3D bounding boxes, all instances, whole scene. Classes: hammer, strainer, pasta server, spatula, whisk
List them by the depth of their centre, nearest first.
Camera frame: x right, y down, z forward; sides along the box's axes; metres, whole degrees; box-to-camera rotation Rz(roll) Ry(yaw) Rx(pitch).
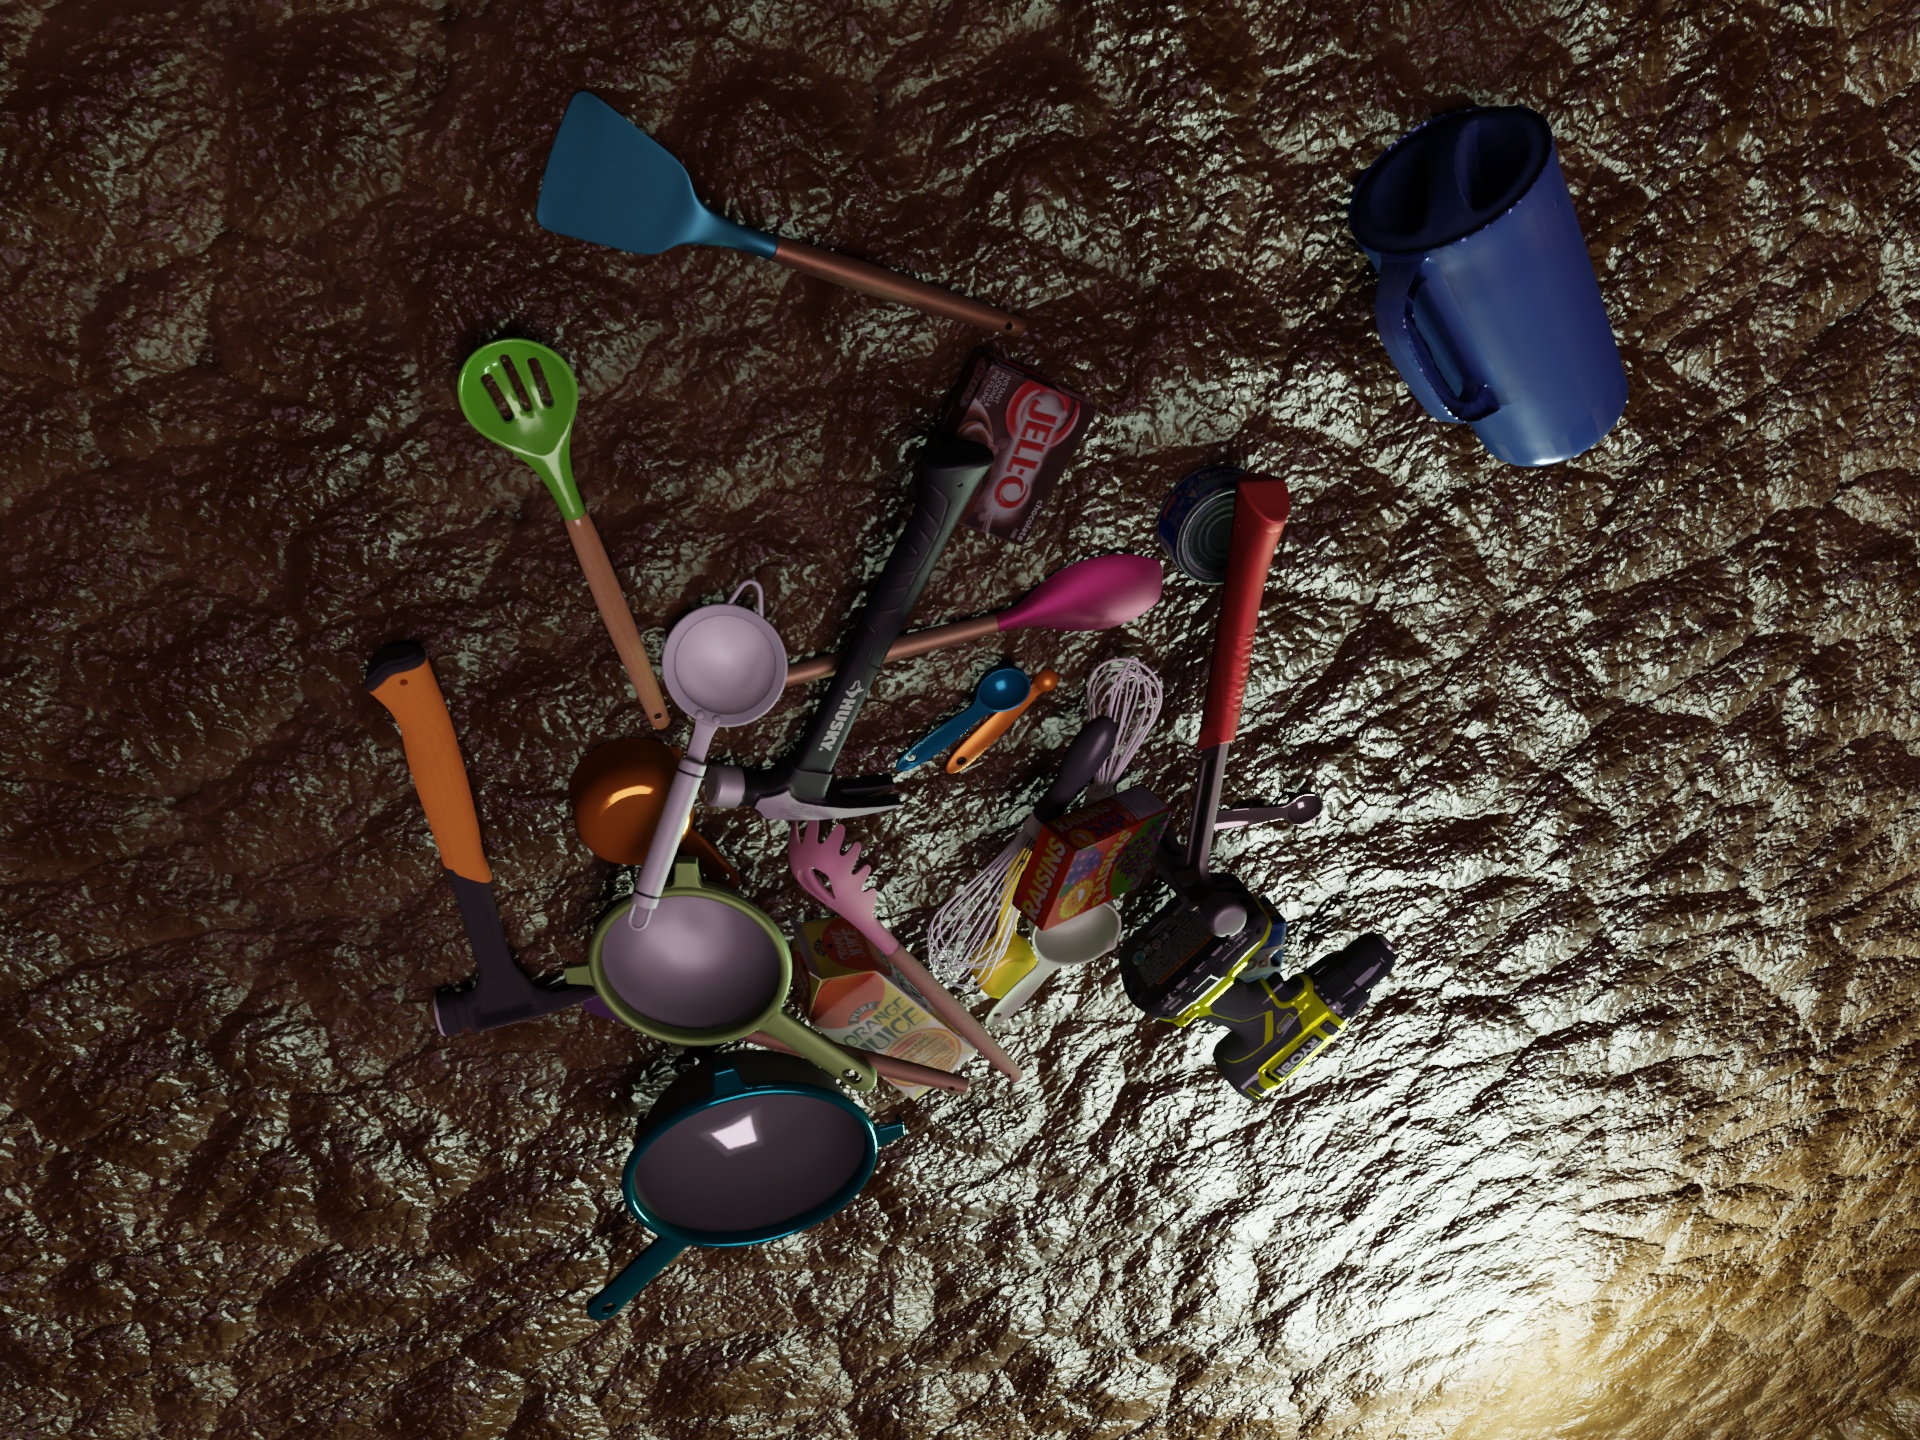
[{"bbox_3d":[-0.095,-0.289,0.979,0.317,0.044,0.082,10,119,-32],"label":"spatula"},{"bbox_3d":[-0.186,0.024,1.109,0.087,0.050,0.258,20,92,-4],"label":"strainer"},{"bbox_3d":[-0.058,-0.054,1.116,0.146,0.035,0.334,8,129,-29],"label":"hammer"},{"bbox_3d":[-0.349,0.089,1.137,0.127,0.034,0.336,-13,127,-11],"label":"hammer"},{"bbox_3d":[0.195,-0.018,1.208,0.036,0.149,0.358,-7,122,-18],"label":"hammer"},{"bbox_3d":[-0.162,0.199,1.224,0.256,0.069,0.151,39,113,-22],"label":"strainer"},{"bbox_3d":[-0.146,0.253,1.268,0.316,0.018,0.059,15,128,-3],"label":"spatula"},{"bbox_3d":[0.048,0.106,1.270,0.070,0.070,0.284,14,121,-28],"label":"whisk"},{"bbox_3d":[-0.037,0.193,1.282,0.060,0.040,0.316,-15,128,37],"label":"pasta server"},{"bbox_3d":[0.115,0.052,1.286,0.059,0.058,0.246,17,126,9],"label":"whisk"},{"bbox_3d":[-0.221,0.386,1.360,0.210,0.095,0.340,28,117,-34],"label":"strainer"}]

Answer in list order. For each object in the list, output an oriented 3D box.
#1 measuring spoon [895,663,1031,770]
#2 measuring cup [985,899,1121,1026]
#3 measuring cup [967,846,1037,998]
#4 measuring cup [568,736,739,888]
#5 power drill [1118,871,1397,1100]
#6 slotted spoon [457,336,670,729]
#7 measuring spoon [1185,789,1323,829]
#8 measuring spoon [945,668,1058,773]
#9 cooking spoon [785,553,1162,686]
[{"bbox_3d":[-0.002,-0.004,1.220,0.128,0.021,0.042,-37,130,18],"label":"measuring spoon"},{"bbox_3d":[0.068,0.196,1.344,0.083,0.038,0.167,23,121,-27],"label":"measuring cup"},{"bbox_3d":[0.046,0.175,1.349,0.062,0.029,0.156,-4,126,-18],"label":"measuring cup"},{"bbox_3d":[-0.214,0.088,1.174,0.095,0.052,0.173,-36,126,6],"label":"measuring cup"},{"bbox_3d":[0.264,0.225,1.390,0.190,0.080,0.228,-45,128,12],"label":"power drill"},{"bbox_3d":[-0.246,-0.113,1.041,0.070,0.031,0.313,-20,130,-6],"label":"slotted spoon"},{"bbox_3d":[0.252,0.078,1.374,0.124,0.018,0.034,-6,126,-8],"label":"measuring spoon"},{"bbox_3d":[0.032,0.003,1.236,0.117,0.011,0.021,-43,127,11],"label":"measuring spoon"},{"bbox_3d":[0.002,-0.065,1.172,0.319,0.017,0.068,-15,132,-11],"label":"cooking spoon"}]
